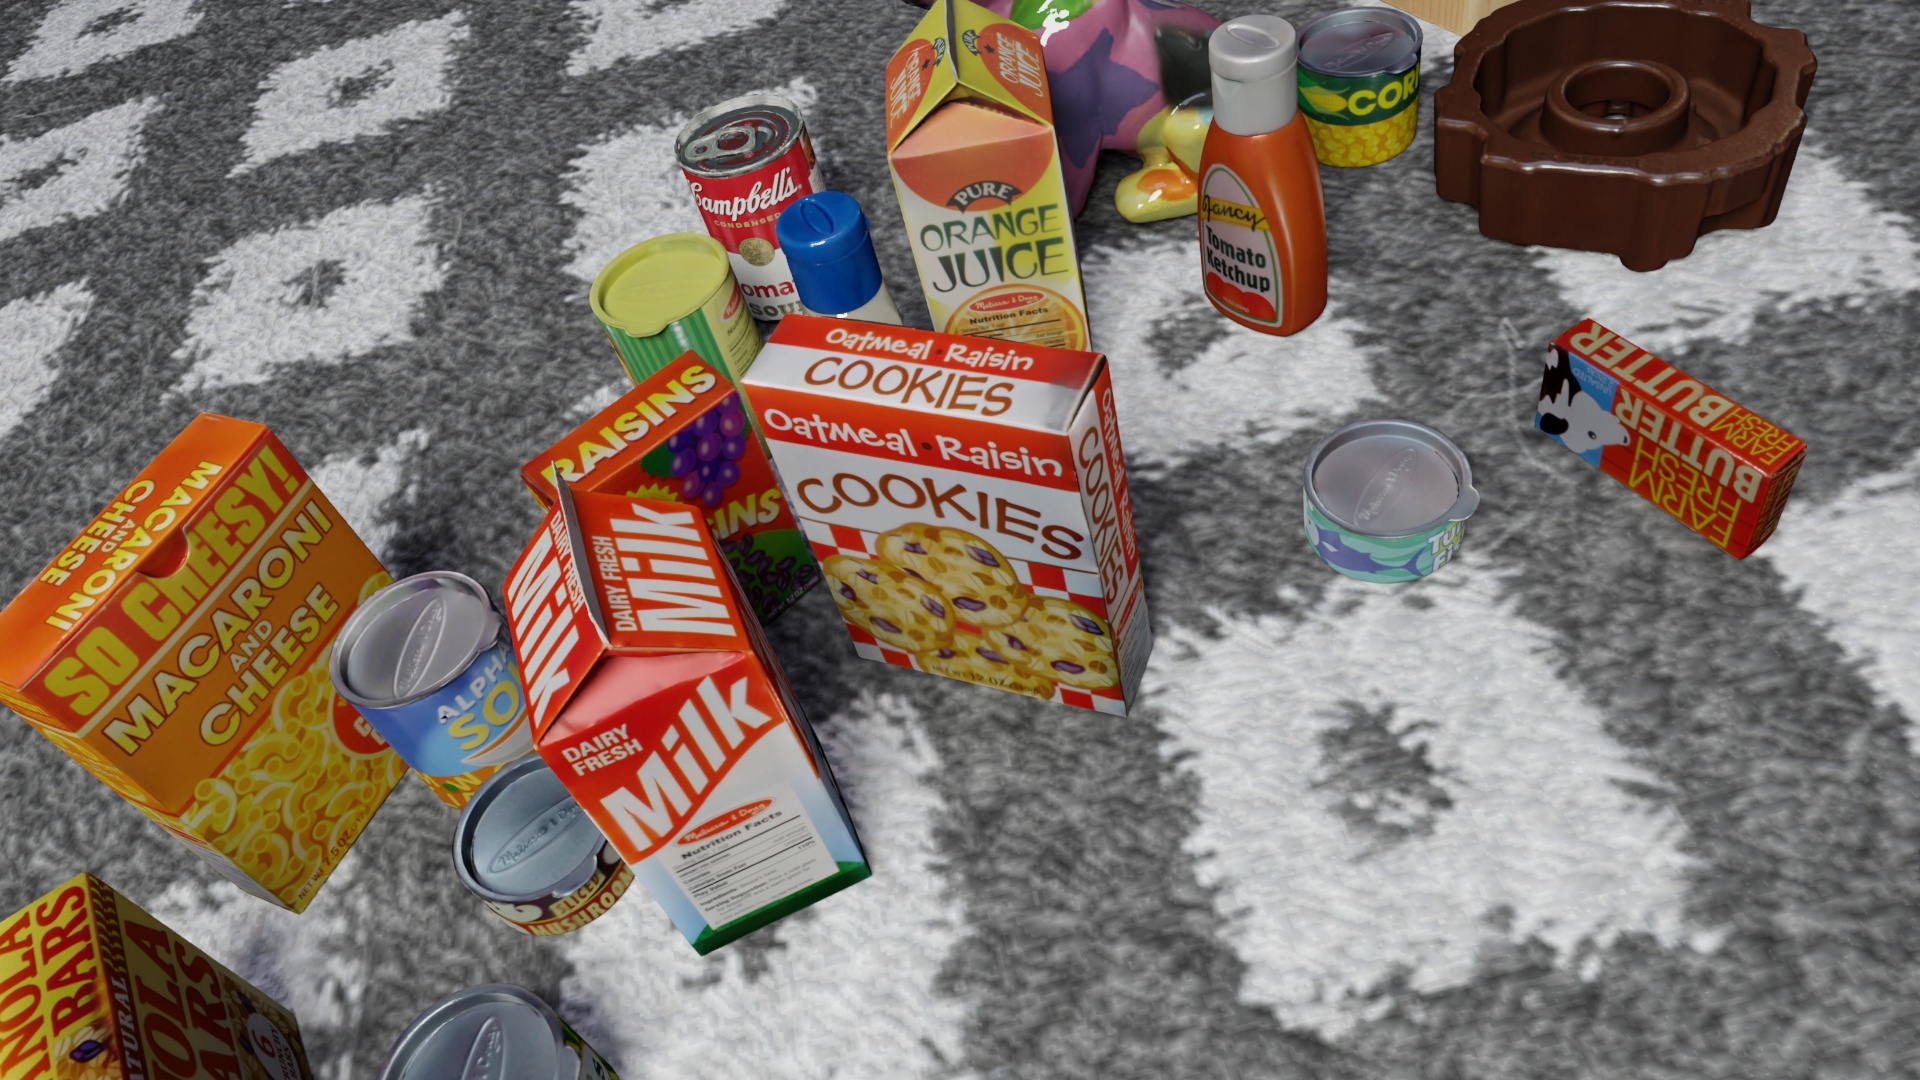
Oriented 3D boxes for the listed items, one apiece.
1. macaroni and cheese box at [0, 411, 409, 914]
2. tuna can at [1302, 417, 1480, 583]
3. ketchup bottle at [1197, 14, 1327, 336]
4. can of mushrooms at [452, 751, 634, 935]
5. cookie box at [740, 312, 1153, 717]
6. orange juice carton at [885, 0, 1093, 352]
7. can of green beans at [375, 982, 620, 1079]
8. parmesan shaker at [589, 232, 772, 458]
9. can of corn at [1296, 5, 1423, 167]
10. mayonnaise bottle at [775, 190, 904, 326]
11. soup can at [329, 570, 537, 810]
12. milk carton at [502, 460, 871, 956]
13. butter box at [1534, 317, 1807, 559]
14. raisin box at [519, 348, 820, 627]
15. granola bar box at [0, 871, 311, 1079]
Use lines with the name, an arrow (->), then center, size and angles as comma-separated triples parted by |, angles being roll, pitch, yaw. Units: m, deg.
macaroni and cheese box -> -0.277, 0.051, 0.546 | 0.040, 0.165, 0.124 | 12, 54, 23
tuna can -> 0.178, -0.016, 0.575 | 0.071, 0.032, 0.071 | -7, 49, 8
ketchup bottle -> 0.137, -0.165, 0.638 | 0.044, 0.148, 0.065 | -39, 52, -18
can of mushrooms -> -0.160, 0.120, 0.545 | 0.071, 0.033, 0.071 | -7, 49, 8
cookie box -> 0.002, -0.007, 0.523 | 0.123, 0.166, 0.040 | 11, 54, 23
orange juice carton -> 0.012, -0.156, 0.632 | 0.073, 0.191, 0.072 | -9, 49, 7
can of green beans -> -0.153, 0.192, 0.465 | 0.071, 0.057, 0.071 | -7, 49, 9
parmesan shaker -> -0.127, -0.085, 0.667 | 0.071, 0.102, 0.072 | -7, 49, 9
can of corn -> 0.214, -0.242, 0.744 | 0.071, 0.058, 0.071 | -7, 49, 9
mayonnaise bottle -> -0.044, -0.084, 0.615 | 0.041, 0.147, 0.065 | -27, 49, -9
soup can -> -0.204, 0.063, 0.572 | 0.071, 0.083, 0.072 | -7, 49, 9
milk carton -> -0.096, 0.059, 0.477 | 0.073, 0.189, 0.072 | -24, 48, -6
butter box -> 0.282, -0.042, 0.558 | 0.024, 0.053, 0.104 | -32, 50, -13
raisin box -> -0.117, -0.006, 0.582 | 0.086, 0.122, 0.040 | -39, 52, -18
granola bar box -> -0.241, 0.201, 0.436 | 0.039, 0.123, 0.166 | -32, 50, -13
